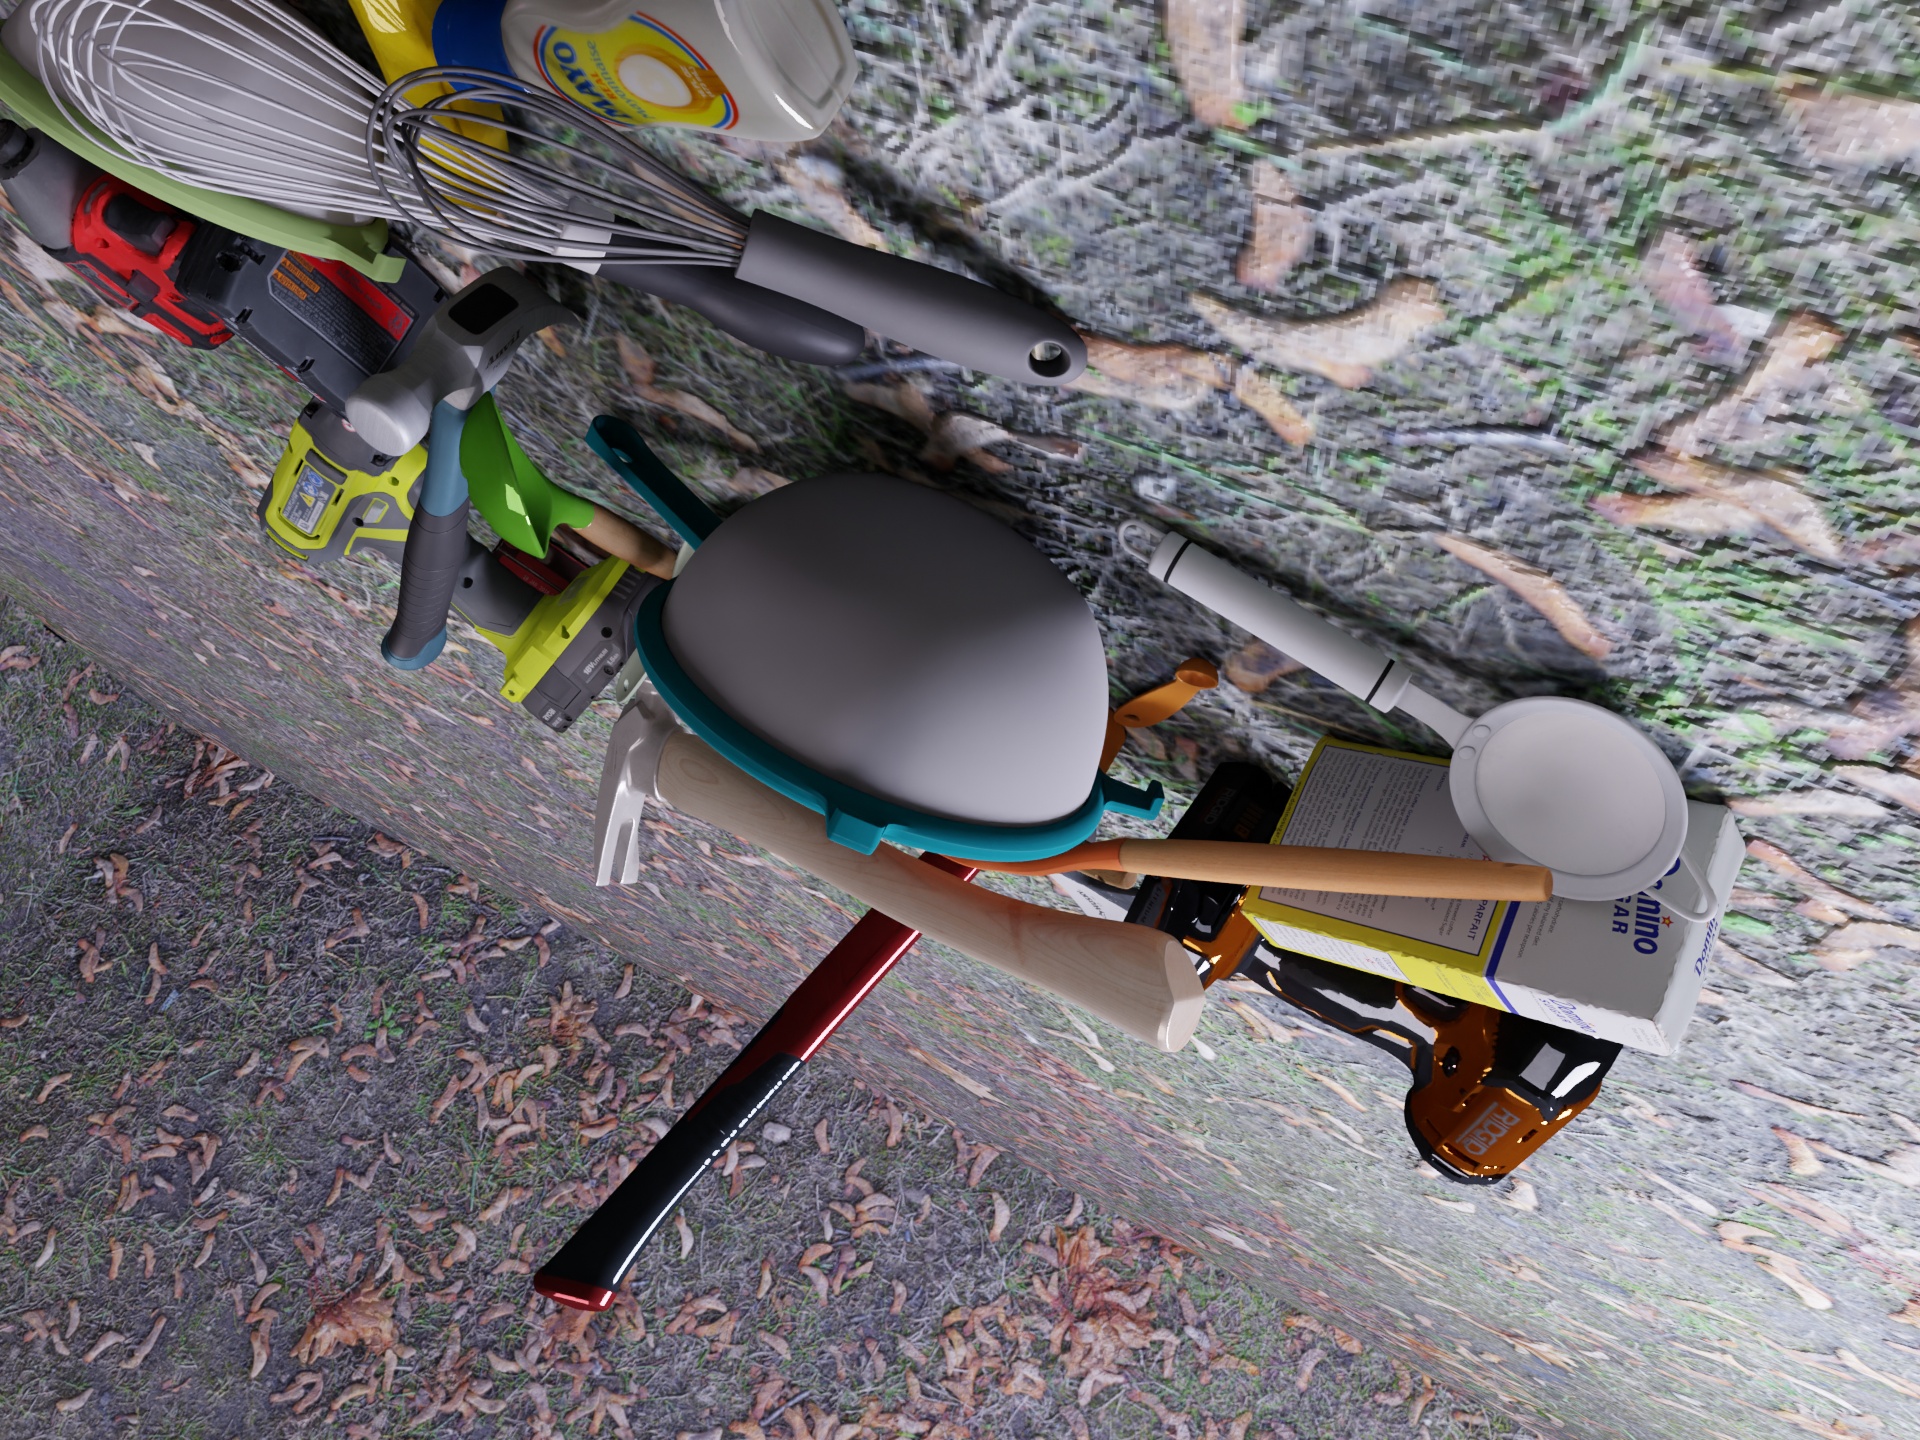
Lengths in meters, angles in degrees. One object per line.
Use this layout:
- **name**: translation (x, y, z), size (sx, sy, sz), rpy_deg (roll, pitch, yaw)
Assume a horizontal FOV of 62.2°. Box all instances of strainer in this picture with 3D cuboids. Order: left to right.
- **strainer**: translation (-0.312, -0.253, 0.557), size (0.256, 0.069, 0.152), rpy_deg (19, -157, -41)
- **strainer**: translation (-0.058, -0.077, 0.687), size (0.211, 0.095, 0.341), rpy_deg (-2, -144, -48)
- **strainer**: translation (0.171, -0.011, 0.603), size (0.258, 0.050, 0.086), rpy_deg (32, 135, 11)

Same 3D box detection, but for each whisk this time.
- **whisk**: translation (-0.160, -0.179, 0.545), size (0.284, 0.070, 0.070), rpy_deg (16, 167, -24)
- **whisk**: translation (-0.069, -0.151, 0.515), size (0.239, 0.055, 0.055), rpy_deg (16, 164, -14)

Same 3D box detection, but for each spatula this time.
- **spatula**: translation (0.092, 0.051, 0.690), size (0.323, 0.041, 0.081), rpy_deg (1, -169, 39)

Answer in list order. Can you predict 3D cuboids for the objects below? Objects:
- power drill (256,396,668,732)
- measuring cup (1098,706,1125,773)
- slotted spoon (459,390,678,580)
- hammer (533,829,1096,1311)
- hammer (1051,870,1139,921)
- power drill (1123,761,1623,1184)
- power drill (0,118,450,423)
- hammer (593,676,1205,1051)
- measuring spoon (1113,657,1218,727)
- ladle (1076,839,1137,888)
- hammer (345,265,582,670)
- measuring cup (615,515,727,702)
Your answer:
- **power drill**: translation (-0.285, -0.105, 0.926), size (0.223, 0.080, 0.171), rpy_deg (37, 136, -14)
- **measuring cup**: translation (-0.001, -0.003, 0.842), size (0.174, 0.052, 0.095), rpy_deg (20, 159, 19)
- **slotted spoon**: translation (-0.176, -0.093, 0.771), size (0.313, 0.031, 0.070), rpy_deg (31, -140, -84)
- **hammer**: translation (-0.099, 0.164, 0.888), size (0.143, 0.386, 0.038), rpy_deg (38, 173, 43)
- **hammer**: translation (0.201, 0.114, 0.878), size (0.149, 0.036, 0.409), rpy_deg (43, 156, -31)
- **power drill**: translation (0.198, 0.118, 0.763), size (0.226, 0.084, 0.164), rpy_deg (33, 144, 13)
- **power drill**: translation (-0.365, -0.225, 0.767), size (0.220, 0.078, 0.143), rpy_deg (22, 167, 32)
- **hammer**: translation (-0.054, 0.085, 0.843), size (0.411, 0.146, 0.038), rpy_deg (22, -167, 37)
- **measuring spoon**: translation (0.095, -0.013, 0.752), size (0.021, 0.011, 0.117), rpy_deg (20, 165, -8)
- **ladle**: translation (-0.019, 0.031, 0.858), size (0.316, 0.031, 0.069), rpy_deg (23, 157, 47)
- **hammer**: translation (-0.254, -0.103, 0.777), size (0.033, 0.128, 0.331), rpy_deg (36, 149, -6)
- **measuring cup**: translation (-0.142, -0.047, 0.857), size (0.038, 0.083, 0.167), rpy_deg (6, 152, -32)
